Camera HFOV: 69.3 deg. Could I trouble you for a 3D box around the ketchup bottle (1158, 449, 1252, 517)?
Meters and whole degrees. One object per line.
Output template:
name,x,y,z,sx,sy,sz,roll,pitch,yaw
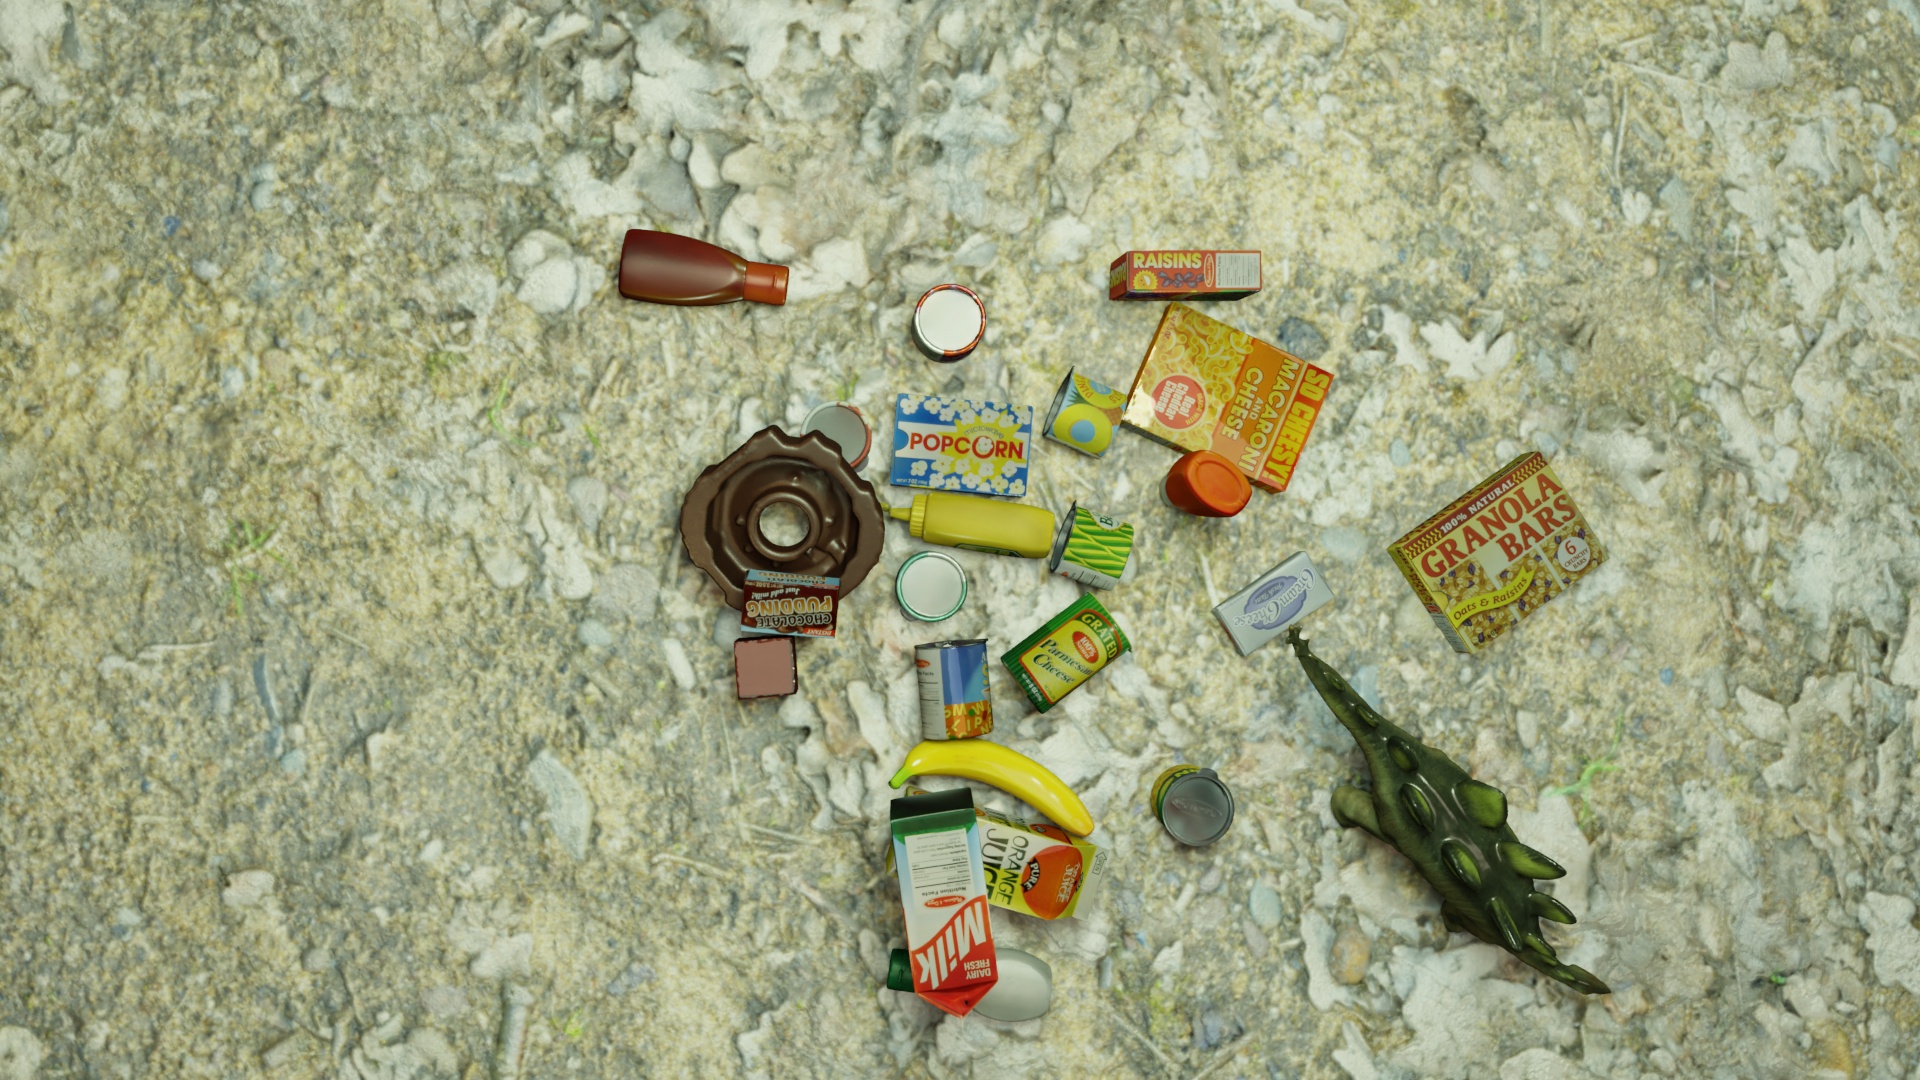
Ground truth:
ketchup bottle,0.211,-0.048,1.240,0.065,0.149,0.043,41,87,-4

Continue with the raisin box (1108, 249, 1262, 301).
raisin box,0.205,-0.242,1.275,0.123,0.086,0.040,-1,94,-5

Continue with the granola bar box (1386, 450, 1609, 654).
granola bar box,0.510,0.011,1.318,0.166,0.039,0.124,-34,91,-5

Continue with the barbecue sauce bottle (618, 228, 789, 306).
barbecue sauce bottle,-0.232,-0.242,1.262,0.149,0.043,0.065,8,89,-5

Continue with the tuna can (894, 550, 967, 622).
tuna can,-0.029,0.044,1.277,0.071,0.033,0.071,0,89,-5

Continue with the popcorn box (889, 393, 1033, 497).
popcorn box,0.001,-0.087,1.280,0.127,0.038,0.085,5,90,-5

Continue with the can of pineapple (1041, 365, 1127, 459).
can of pineapple,0.115,-0.116,1.274,0.058,0.071,0.071,23,88,-5

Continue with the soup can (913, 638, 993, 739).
soup can,-0.003,0.134,1.262,0.071,0.071,0.083,-5,90,-4

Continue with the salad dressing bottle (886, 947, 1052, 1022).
salad dressing bottle,0.008,0.401,1.269,0.148,0.044,0.064,9,90,-3

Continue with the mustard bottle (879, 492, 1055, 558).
mustard bottle,0.005,-0.016,1.269,0.160,0.065,0.049,8,83,1

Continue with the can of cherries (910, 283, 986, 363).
can of cherries,-0.009,-0.200,1.271,0.071,0.058,0.071,0,89,-4

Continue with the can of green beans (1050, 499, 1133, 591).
can of green beans,0.121,0.007,1.273,0.058,0.071,0.071,19,88,-4

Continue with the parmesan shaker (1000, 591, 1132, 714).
parmesan shaker,0.098,0.105,1.270,0.103,0.071,0.071,-37,92,-4

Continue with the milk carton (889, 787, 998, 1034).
milk carton,-0.012,0.315,1.182,0.073,0.072,0.190,-8,94,-2

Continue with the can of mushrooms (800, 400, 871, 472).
can of mushrooms,-0.112,-0.093,1.273,0.071,0.033,0.071,0,88,-5

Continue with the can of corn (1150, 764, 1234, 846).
can of corn,0.213,0.240,1.280,0.071,0.058,0.071,0,89,-4

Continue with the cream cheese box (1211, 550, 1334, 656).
cream cheese box,0.294,0.059,1.307,0.104,0.024,0.053,-33,92,-4

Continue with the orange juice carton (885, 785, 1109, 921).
orange juice carton,0.034,0.287,1.258,0.193,0.073,0.072,17,89,-4

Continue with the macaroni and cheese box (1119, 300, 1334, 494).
macaroni and cheese box,0.247,-0.133,1.299,0.166,0.040,0.123,24,87,-3

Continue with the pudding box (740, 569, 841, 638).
pudding box,-0.149,0.056,1.214,0.084,0.030,0.049,6,106,-4
